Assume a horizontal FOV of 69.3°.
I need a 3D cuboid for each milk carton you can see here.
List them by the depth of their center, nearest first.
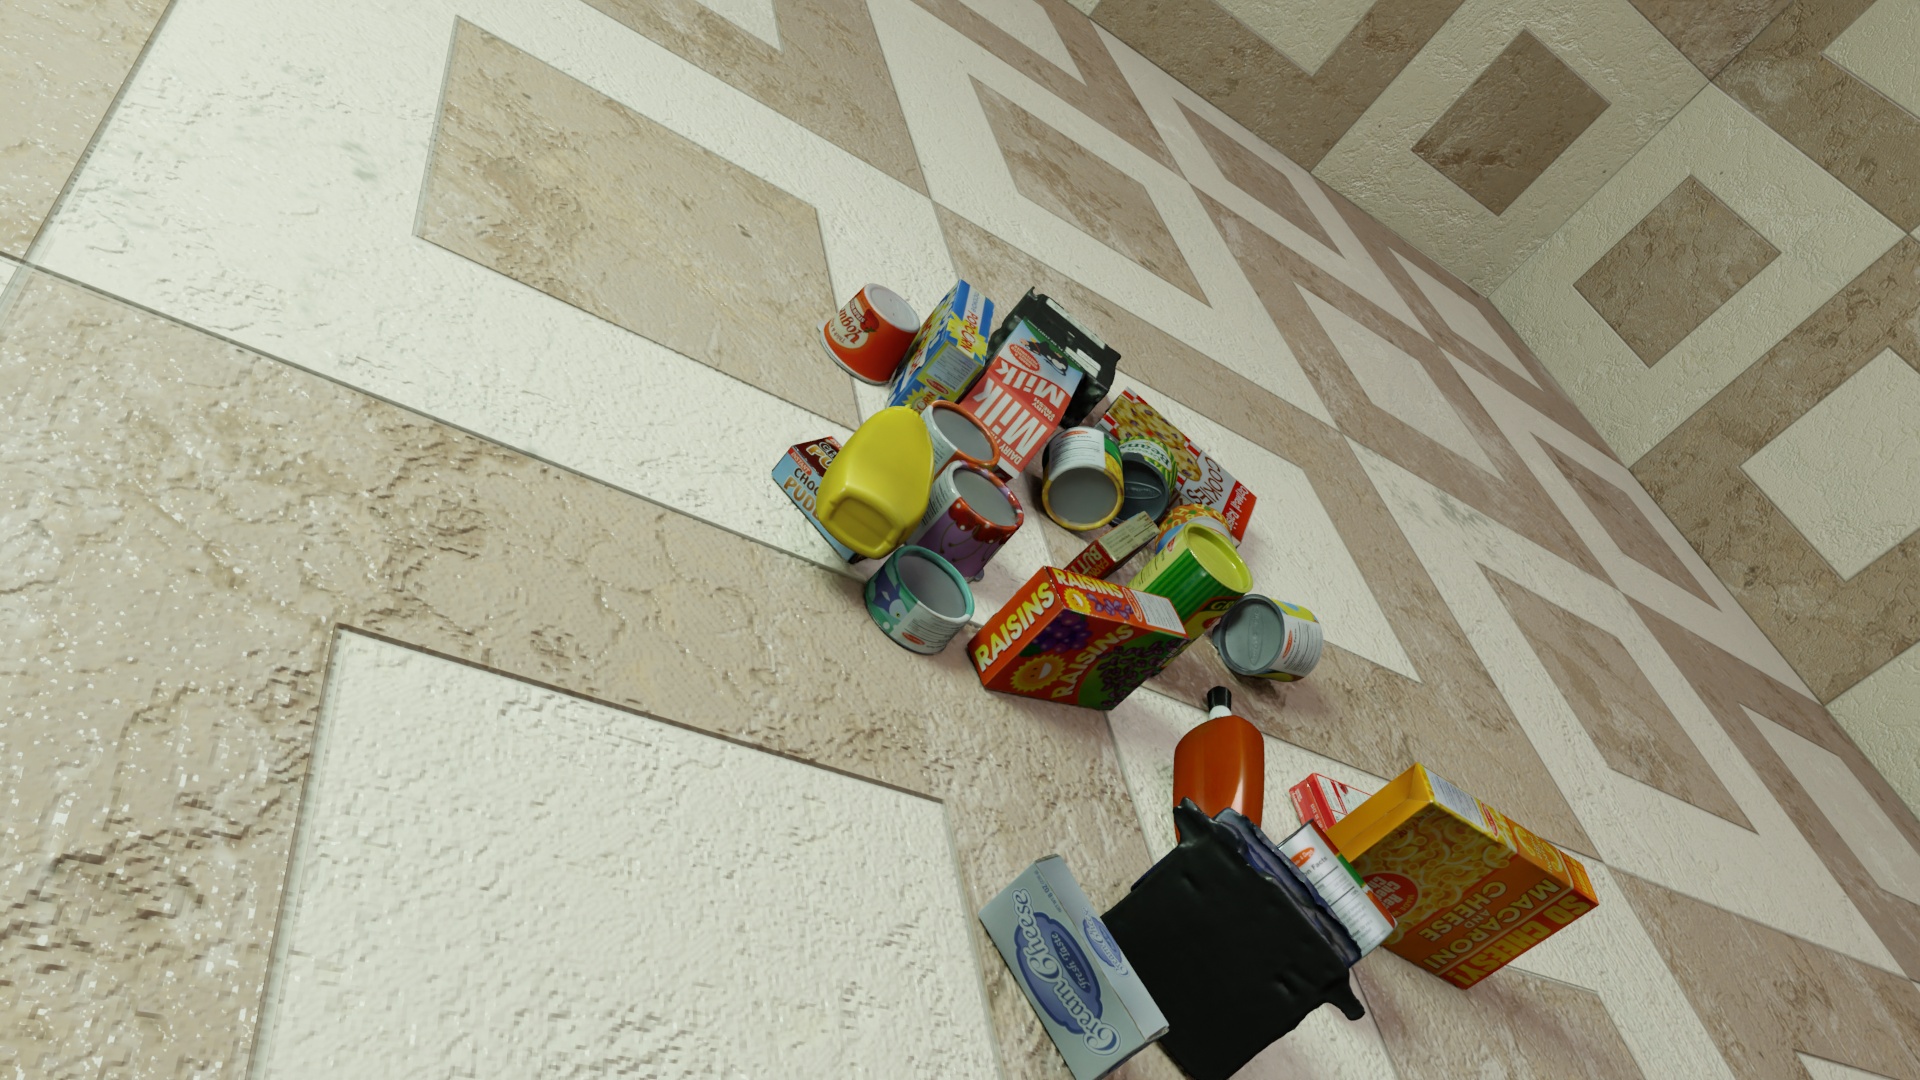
[{"bbox_3d":[0.038,-0.108,1.123,0.072,0.073,0.191,40,28,-7],"label":"milk carton"}]

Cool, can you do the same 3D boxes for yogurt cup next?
[{"bbox_3d":[-0.068,-0.165,1.093,0.072,0.053,0.073,31,30,-20],"label":"yogurt cup"}]

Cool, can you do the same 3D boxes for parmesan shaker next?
[{"bbox_3d":[0.158,0.044,1.028,0.071,0.102,0.072,30,31,-20],"label":"parmesan shaker"}]

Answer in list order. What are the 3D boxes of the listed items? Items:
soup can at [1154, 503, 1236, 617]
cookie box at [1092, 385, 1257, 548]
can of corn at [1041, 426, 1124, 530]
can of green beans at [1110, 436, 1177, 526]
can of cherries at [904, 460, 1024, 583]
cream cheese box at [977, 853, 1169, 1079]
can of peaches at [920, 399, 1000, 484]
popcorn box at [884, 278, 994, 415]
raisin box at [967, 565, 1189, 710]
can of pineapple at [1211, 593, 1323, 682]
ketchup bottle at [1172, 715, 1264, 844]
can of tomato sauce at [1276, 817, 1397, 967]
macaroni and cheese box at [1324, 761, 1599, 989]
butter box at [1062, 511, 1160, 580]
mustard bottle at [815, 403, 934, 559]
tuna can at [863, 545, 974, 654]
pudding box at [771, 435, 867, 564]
[{"bbox_3d":[0.196,0.016,1.148,0.071,0.071,0.084,33,29,-16],"label":"soup can"},{"bbox_3d":[0.193,-0.059,1.284,0.167,0.040,0.123,41,28,0],"label":"cookie box"},{"bbox_3d":[0.100,-0.048,1.127,0.071,0.071,0.058,32,30,-17],"label":"can of corn"},{"bbox_3d":[0.150,-0.050,1.188,0.071,0.071,0.058,40,28,-3],"label":"can of green beans"},{"bbox_3d":[0.003,-0.012,0.963,0.071,0.058,0.072,30,30,-20],"label":"can of cherries"},{"bbox_3d":[0.056,0.219,0.711,0.024,0.053,0.104,-2,50,-50],"label":"cream cheese box"},{"bbox_3d":[-0.012,-0.060,1.012,0.071,0.057,0.071,30,30,-20],"label":"can of peaches"},{"bbox_3d":[-0.016,-0.144,1.095,0.038,0.085,0.127,35,29,-15],"label":"popcorn box"},{"bbox_3d":[0.078,0.066,0.918,0.123,0.085,0.040,15,40,-40],"label":"raisin box"},{"bbox_3d":[0.252,0.080,1.135,0.058,0.070,0.071,15,38,-41],"label":"can of pineapple"},{"bbox_3d":[0.165,0.184,0.890,0.043,0.064,0.149,38,37,-20],"label":"ketchup bottle"},{"bbox_3d":[0.228,0.232,0.894,0.083,0.071,0.071,52,30,17],"label":"can of tomato sauce"},{"bbox_3d":[0.332,0.234,0.956,0.166,0.123,0.040,31,31,-20],"label":"macaroni and cheese box"},{"bbox_3d":[0.114,0.011,1.073,0.024,0.053,0.104,49,30,8],"label":"butter box"},{"bbox_3d":[-0.047,-0.049,0.896,0.065,0.048,0.161,36,29,-10],"label":"mustard bottle"},{"bbox_3d":[-0.026,0.035,0.888,0.071,0.032,0.071,30,31,-20],"label":"tuna can"},{"bbox_3d":[-0.078,-0.027,0.914,0.084,0.030,0.050,49,29,13],"label":"pudding box"}]
